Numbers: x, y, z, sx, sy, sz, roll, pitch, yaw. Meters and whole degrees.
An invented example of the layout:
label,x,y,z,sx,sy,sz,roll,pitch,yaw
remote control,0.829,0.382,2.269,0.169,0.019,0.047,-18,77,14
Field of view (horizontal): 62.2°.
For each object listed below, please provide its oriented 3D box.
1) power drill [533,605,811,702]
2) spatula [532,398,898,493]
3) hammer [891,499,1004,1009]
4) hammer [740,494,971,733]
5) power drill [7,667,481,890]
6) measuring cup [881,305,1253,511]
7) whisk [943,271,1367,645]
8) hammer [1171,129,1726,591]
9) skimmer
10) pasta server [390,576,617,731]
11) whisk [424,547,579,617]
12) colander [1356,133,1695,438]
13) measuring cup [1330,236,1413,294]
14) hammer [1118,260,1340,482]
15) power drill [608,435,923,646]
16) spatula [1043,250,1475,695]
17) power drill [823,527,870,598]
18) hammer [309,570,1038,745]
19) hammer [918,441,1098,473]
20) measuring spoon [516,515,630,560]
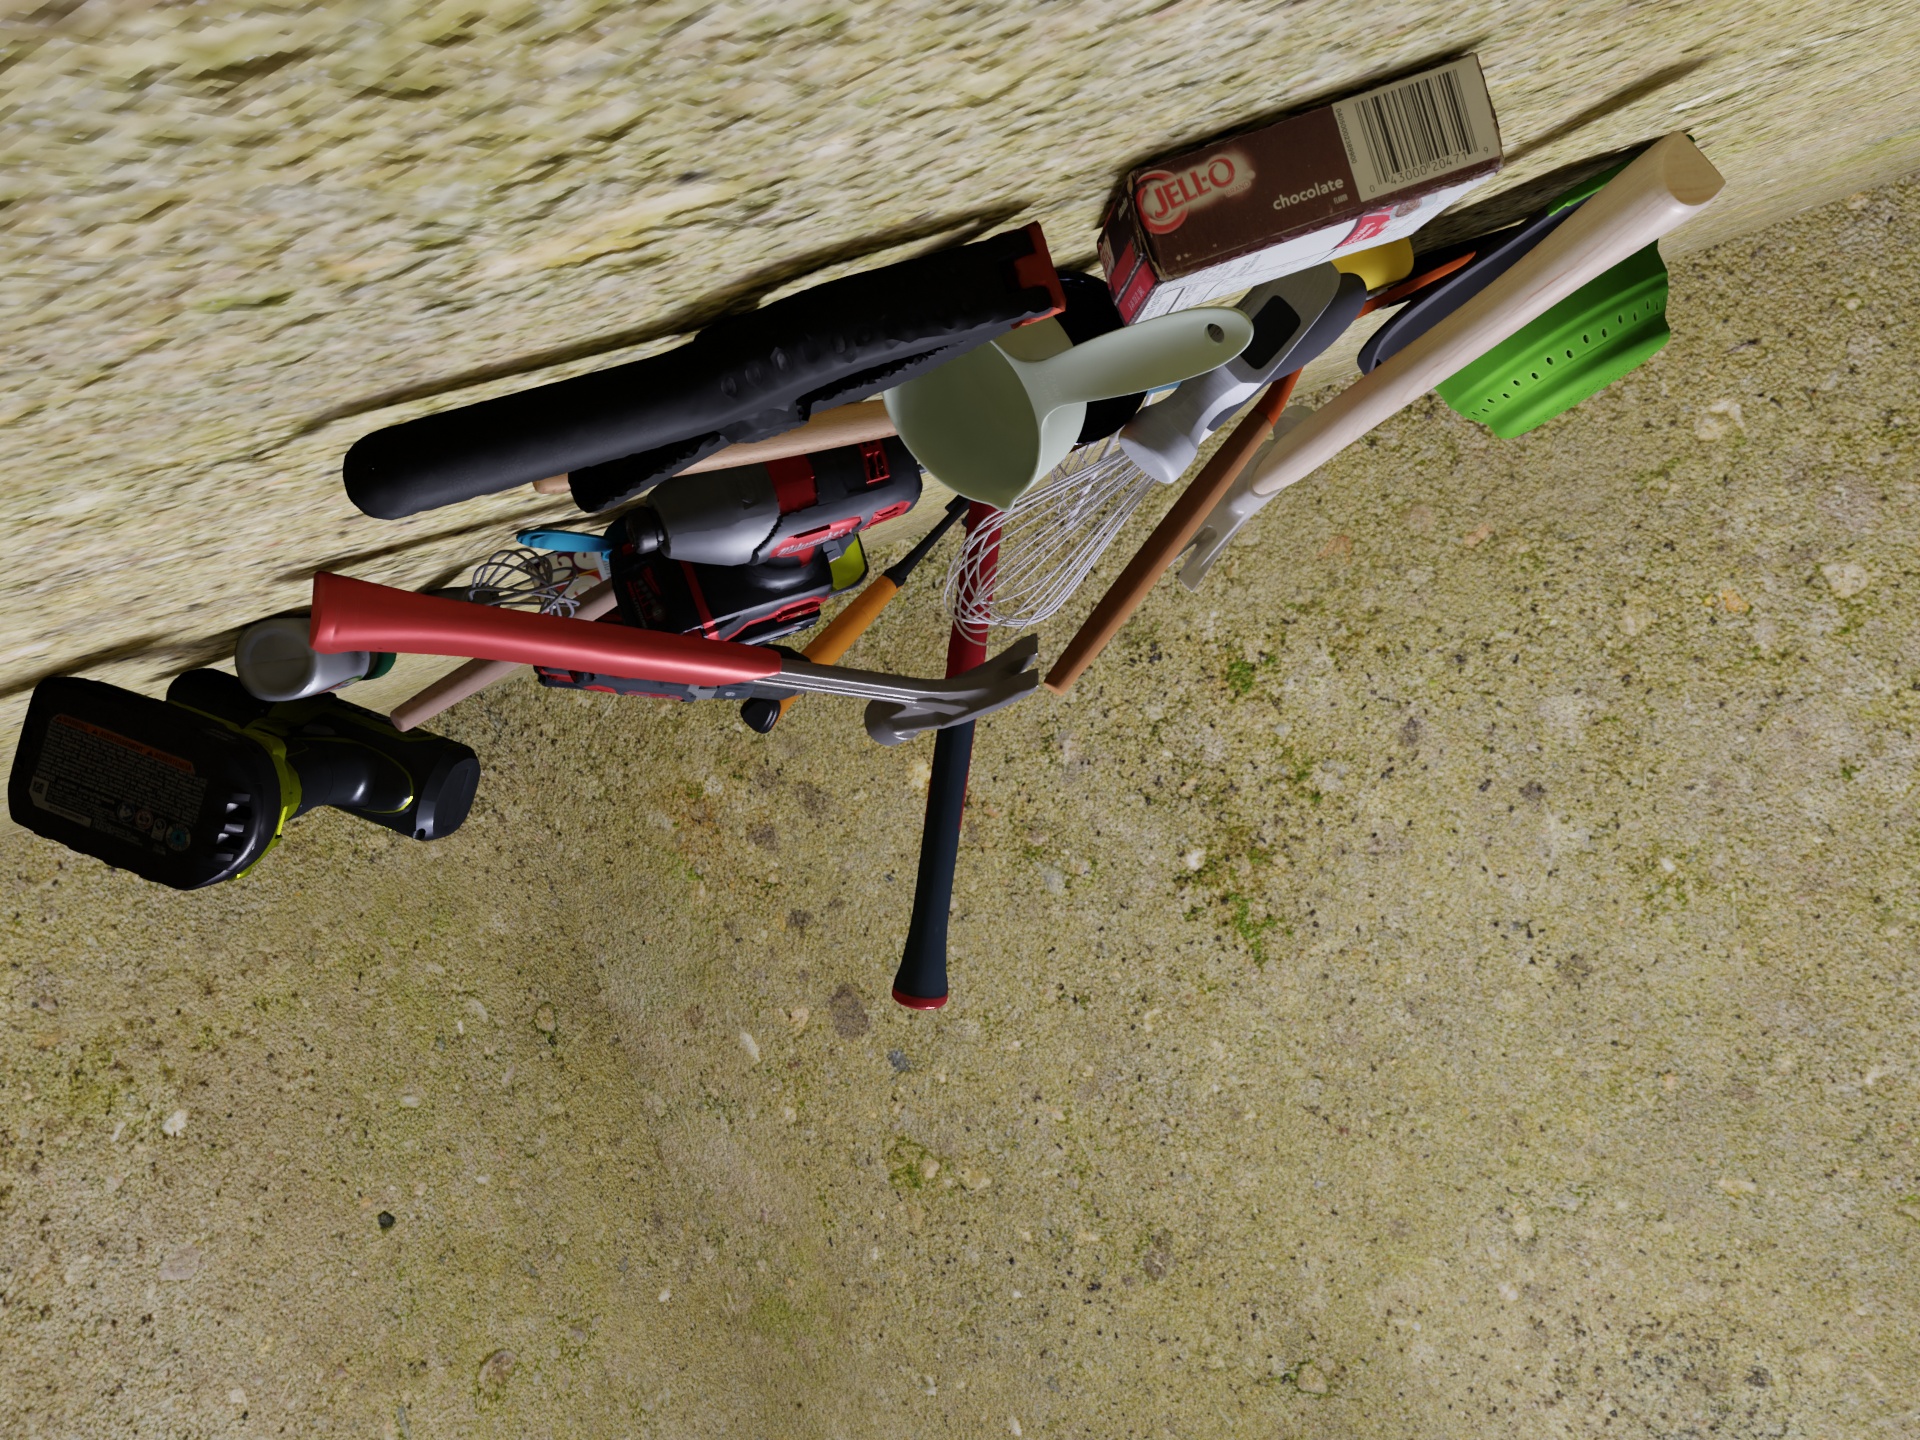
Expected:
label,x,y,z,sx,sy,sz,roll,pitch,yaw
power drill,-0.239,-0.052,1.284,0.187,0.080,0.227,6,-177,-28
spatula,-0.039,-0.145,0.711,0.317,0.044,0.082,-16,-177,-28
hammer,-0.002,-0.003,0.982,0.038,0.386,0.143,8,-171,0
hammer,-0.075,-0.108,1.394,0.337,0.034,0.127,-48,-178,-26
power drill,-0.397,0.019,0.870,0.190,0.080,0.228,20,-174,7
measuring cup,0.039,-0.120,0.532,0.168,0.083,0.038,-3,-148,50
whisk,0.095,-0.136,0.834,0.284,0.070,0.070,-39,175,27
hammer,0.231,-0.176,0.831,0.146,0.038,0.410,-47,-176,-19
skimmer,0.223,-0.226,1.022,0.363,0.090,0.127,-20,175,0
pasta server,-0.207,-0.072,0.965,0.060,0.040,0.316,4,-147,44
whisk,-0.278,-0.065,0.916,0.055,0.055,0.239,-22,-168,-32
colander,0.328,-0.215,1.021,0.204,0.094,0.397,-29,176,-19
measuring cup,0.196,-0.227,0.796,0.062,0.029,0.156,-17,-172,22
hammer,0.087,-0.169,0.775,0.128,0.033,0.331,-47,-167,-2
power drill,-0.116,-0.093,0.835,0.143,0.078,0.219,-20,176,-22
spatula,0.153,-0.136,0.847,0.322,0.041,0.081,-52,-170,-8
power drill,-0.148,-0.135,1.313,0.171,0.080,0.223,-18,-178,3
hammer,-0.139,-0.033,0.810,0.358,0.037,0.149,8,162,-33
hammer,-0.057,-0.172,1.150,0.409,0.036,0.149,-20,-176,-15
measuring spoon,-0.211,-0.109,0.900,0.042,0.021,0.128,-21,175,22
